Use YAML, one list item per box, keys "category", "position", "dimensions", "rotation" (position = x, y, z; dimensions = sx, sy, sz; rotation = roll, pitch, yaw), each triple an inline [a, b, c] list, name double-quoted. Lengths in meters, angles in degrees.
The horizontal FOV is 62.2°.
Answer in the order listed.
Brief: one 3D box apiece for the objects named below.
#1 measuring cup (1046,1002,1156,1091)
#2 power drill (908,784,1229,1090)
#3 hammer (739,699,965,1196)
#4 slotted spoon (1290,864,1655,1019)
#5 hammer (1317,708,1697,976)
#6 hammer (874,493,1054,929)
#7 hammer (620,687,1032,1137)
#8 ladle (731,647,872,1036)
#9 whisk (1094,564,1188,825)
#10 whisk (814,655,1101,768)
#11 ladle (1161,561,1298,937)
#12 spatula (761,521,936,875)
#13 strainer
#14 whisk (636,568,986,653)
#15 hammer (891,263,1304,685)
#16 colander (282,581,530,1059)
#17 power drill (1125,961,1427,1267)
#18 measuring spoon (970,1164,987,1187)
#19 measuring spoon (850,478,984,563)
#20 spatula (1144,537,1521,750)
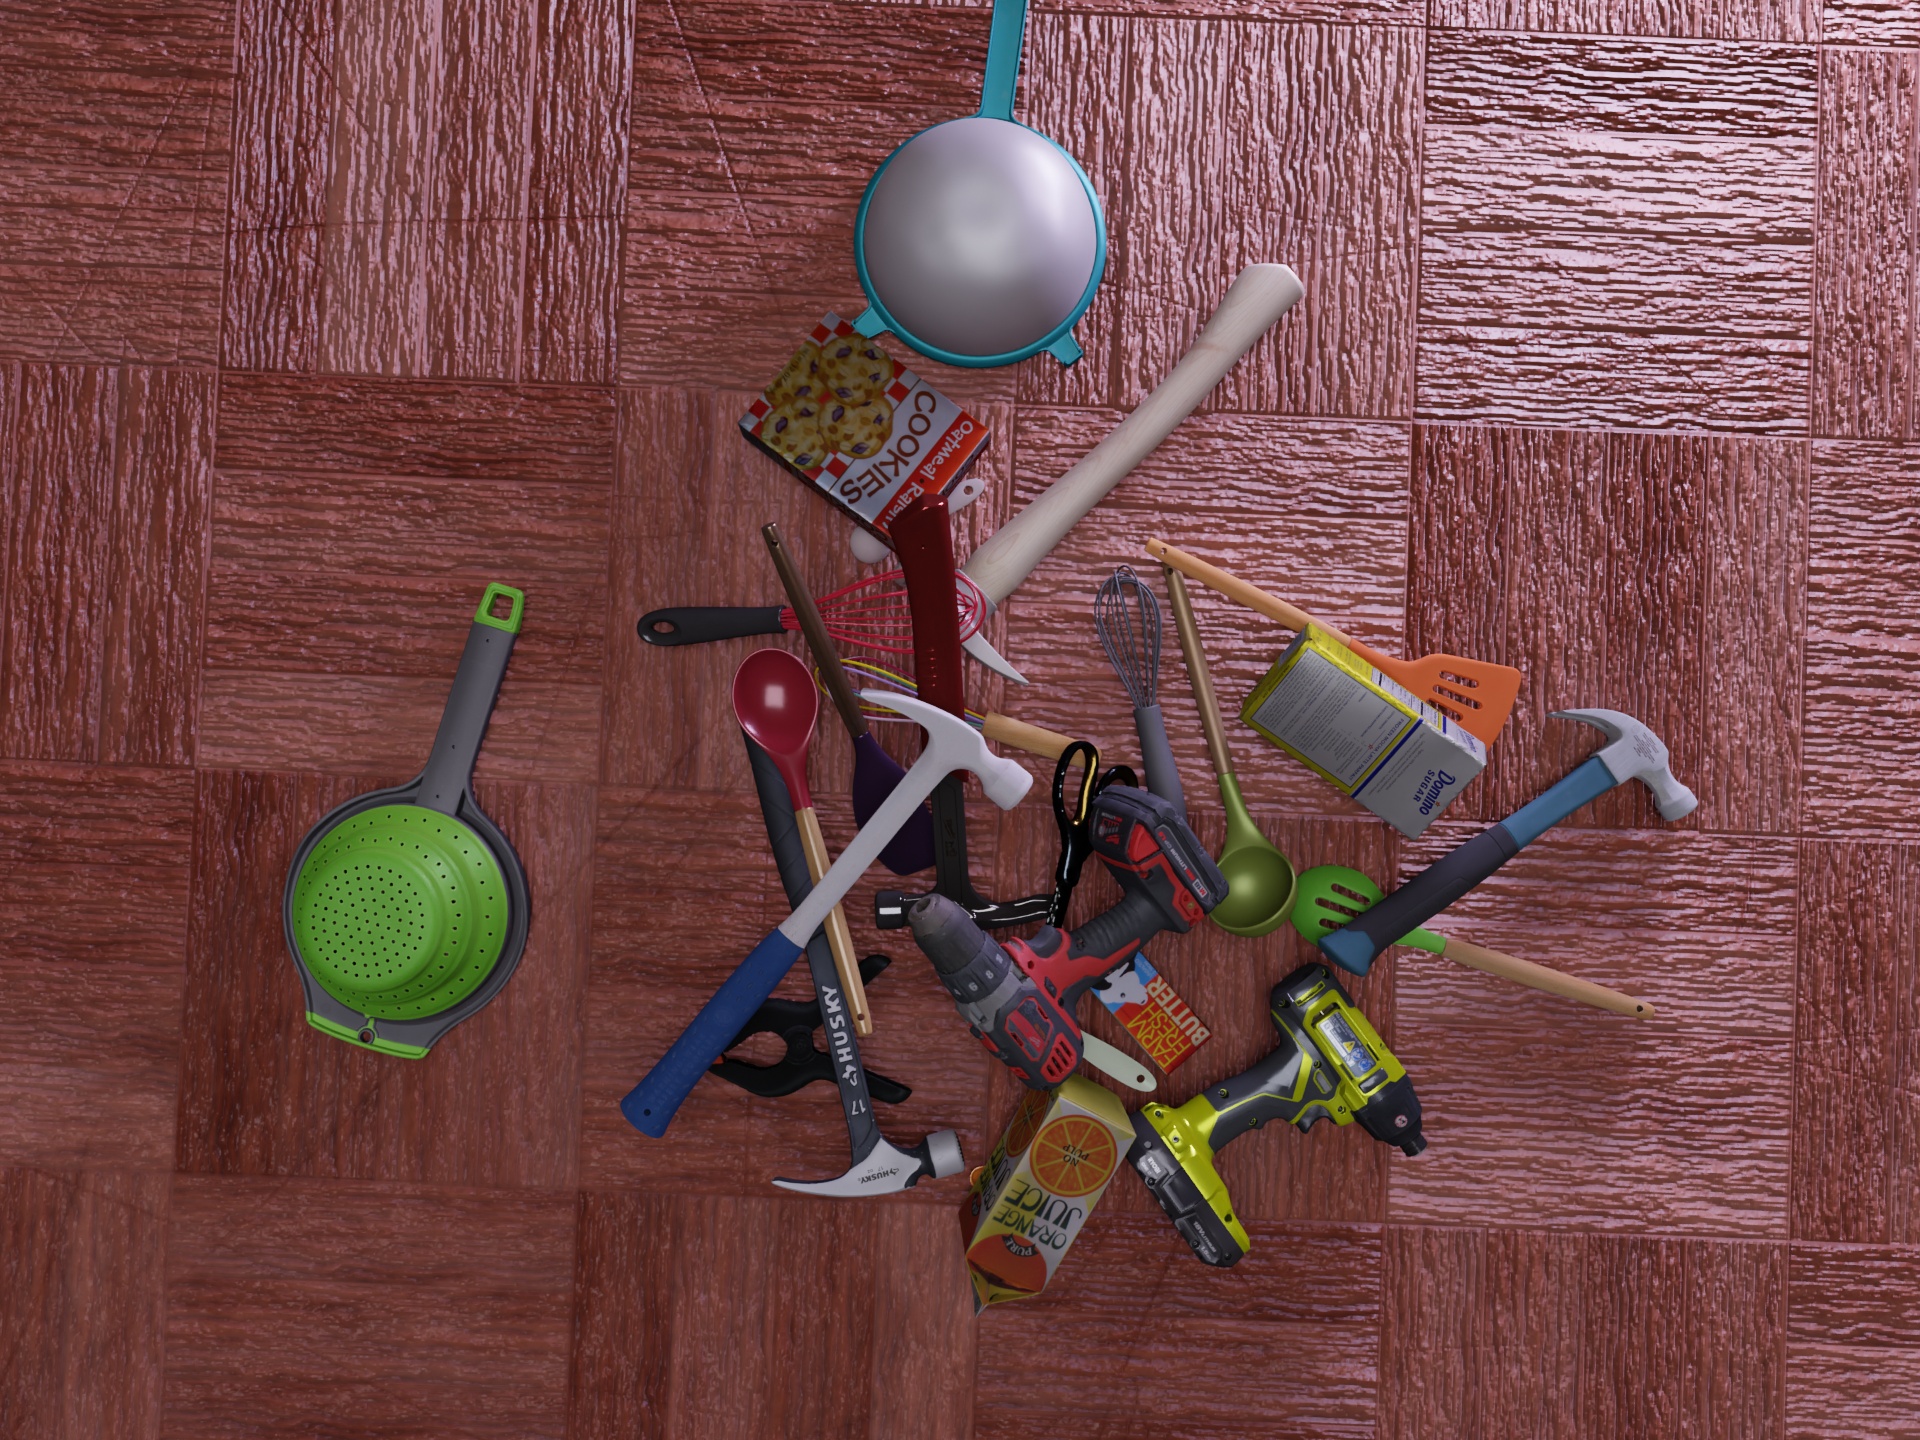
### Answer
- category: "measuring cup"
  position: [0.087, 0.253, 1.300]
  dimensions: [0.167, 0.038, 0.083]
  rotation: [33, 89, -7]
- category: "power drill"
  position: [0.079, 0.150, 1.225]
  dimensions: [0.227, 0.080, 0.187]
  rotation: [-44, 114, -15]
- category: "hammer"
  position: [-0.119, 0.178, 1.275]
  dimensions: [0.149, 0.036, 0.409]
  rotation: [-15, 80, -5]
- category: "slotted spoon"
  position: [0.421, 0.191, 1.306]
  dimensions: [0.313, 0.031, 0.070]
  rotation: [18, 86, -1]
- category: "hammer"
  position: [0.433, 0.104, 1.287]
  dimensions: [0.331, 0.033, 0.128]
  rotation: [-33, 87, -8]
- category: "hammer"
  position: [-0.004, 0.002, 1.235]
  dimensions: [0.149, 0.037, 0.358]
  rotation: [-4, 113, -2]
- category: "hammer"
  position: [-0.127, 0.154, 1.217]
  dimensions: [0.144, 0.035, 0.405]
  rotation: [39, 97, -5]
- category: "ladle"
  position: [-0.116, 0.095, 1.260]
  dimensions: [0.069, 0.031, 0.315]
  rotation: [-16, 82, -1]
- category: "whisk"
  position: [0.154, -0.009, 1.301]
  dimensions: [0.055, 0.055, 0.239]
  rotation: [-13, 93, 0]
- category: "whisk"
  position: [-0.003, -0.003, 1.307]
  dimensions: [0.245, 0.051, 0.047]
  rotation: [18, 109, -4]
- category: "ladle"
  position: [0.206, 0.018, 1.296]
  dimensions: [0.078, 0.062, 0.320]
  rotation: [-16, 85, 24]
- category: "spatula"
  position: [-0.092, -0.011, 1.262]
  dimensions: [0.060, 0.018, 0.315]
  rotation: [-20, 111, 5]
- category: "strainer"
  position: [0.025, -0.463, 1.289]
  dimensions: [0.211, 0.095, 0.340]
  rotation: [8, 90, 0]
- category: "whisk"
  position: [-0.123, -0.082, 1.279]
  dimensions: [0.296, 0.073, 0.073]
  rotation: [-3, 88, 14]
- category: "hammer"
  position: [0.137, -0.213, 1.312]
  dimensions: [0.146, 0.038, 0.410]
  rotation: [45, 88, 0]
- category: "colander"
  position: [-0.432, 0.078, 1.272]
  dimensions: [0.204, 0.094, 0.397]
  rotation: [17, 89, 0]
- category: "power drill"
  position: [0.253, 0.327, 1.278]
  dimensions: [0.223, 0.080, 0.171]
  rotation: [-36, 89, -4]
- category: "measuring spoon"
  position: [0.056, 0.346, 1.310]
  dimensions: [0.117, 0.011, 0.021]
  rotation: [-37, 89, -5]
- category: "measuring spoon"
  position: [-0.035, -0.169, 1.318]
  dimensions: [0.124, 0.018, 0.034]
  rotation: [-28, 88, -2]
- category: "spatula"
  position: [0.297, -0.073, 1.300]
  dimensions: [0.322, 0.041, 0.081]
  rotation: [26, 89, -3]
